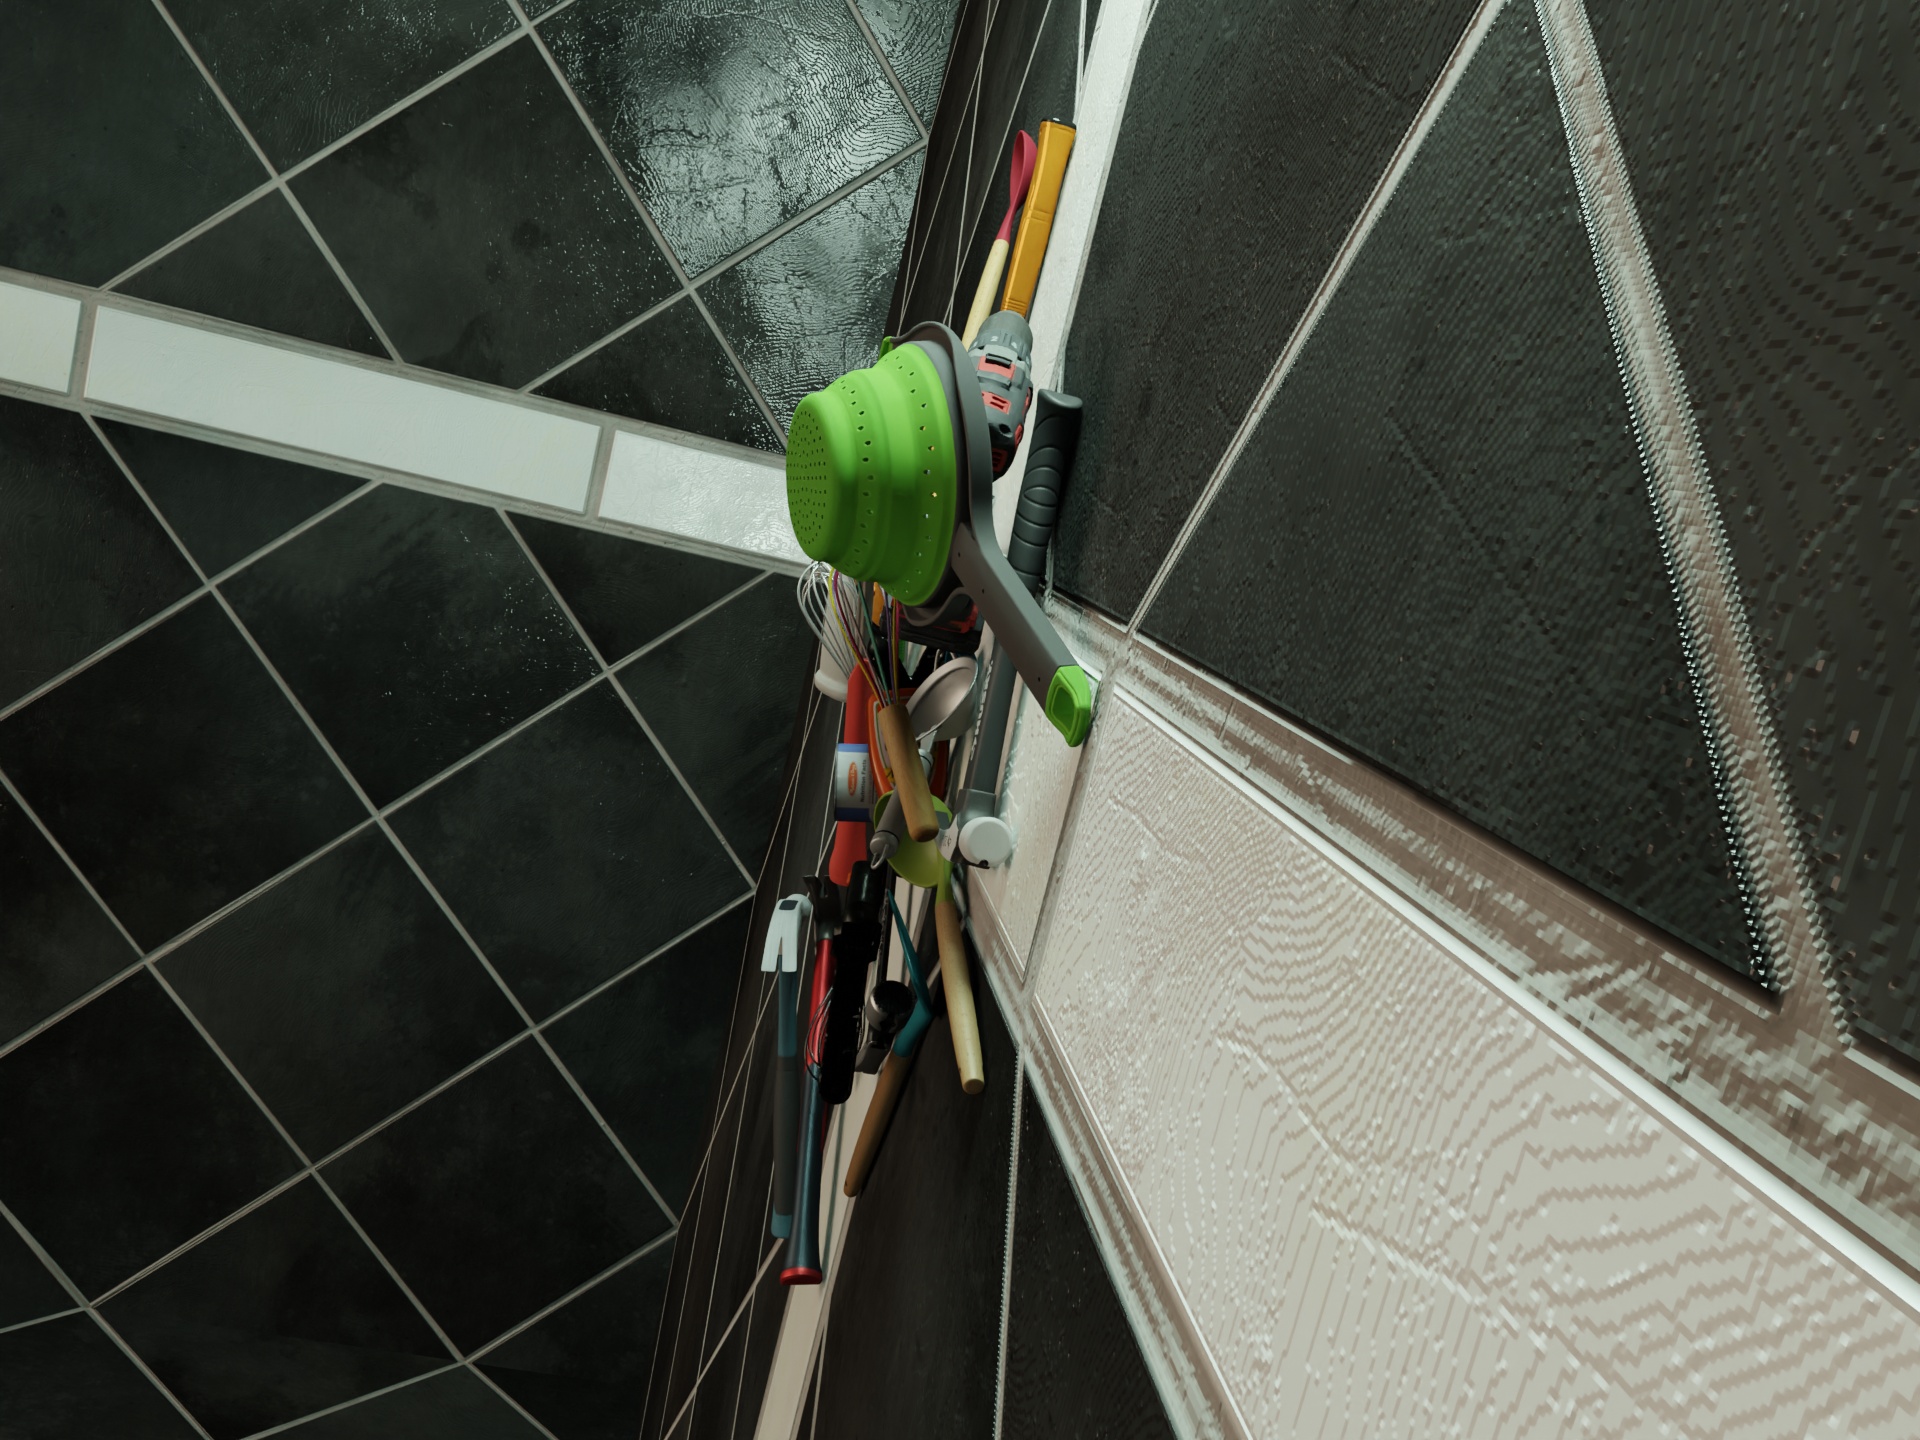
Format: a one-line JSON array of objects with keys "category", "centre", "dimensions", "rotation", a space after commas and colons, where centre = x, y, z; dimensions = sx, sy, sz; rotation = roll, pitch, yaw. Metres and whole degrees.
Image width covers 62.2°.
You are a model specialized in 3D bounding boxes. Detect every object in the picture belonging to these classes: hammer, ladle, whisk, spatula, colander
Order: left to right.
[{"category": "hammer", "centre": [-0.172, 0.345, 1.585], "dimensions": [0.128, 0.033, 0.331], "rotation": [-17, -73, -88]}, {"category": "hammer", "centre": [-0.137, 0.331, 1.489], "dimensions": [0.143, 0.038, 0.387], "rotation": [85, -176, -48]}, {"category": "whisk", "centre": [-0.101, 0.223, 1.485], "dimensions": [0.055, 0.055, 0.239], "rotation": [118, 165, -59]}, {"category": "whisk", "centre": [-0.097, -0.038, 1.502], "dimensions": [0.059, 0.058, 0.246], "rotation": [15, 127, 58]}, {"category": "hammer", "centre": [-0.088, -0.010, 1.424], "dimensions": [0.149, 0.036, 0.359], "rotation": [-124, 36, -61]}, {"category": "spatula", "centre": [-0.060, 0.262, 1.194], "dimensions": [0.082, 0.044, 0.317], "rotation": [-111, 30, -46]}, {"category": "whisk", "centre": [-0.050, -0.027, 1.131], "dimensions": [0.051, 0.047, 0.245], "rotation": [106, 152, -59]}, {"category": "hammer", "centre": [-0.058, 0.120, 1.398], "dimensions": [0.149, 0.036, 0.409], "rotation": [111, 168, -47]}, {"category": "colander", "centre": [-0.032, -0.113, 1.007], "dimensions": [0.398, 0.094, 0.204], "rotation": [-119, 33, -46]}, {"category": "ladle", "centre": [-0.020, 0.144, 1.081], "dimensions": [0.320, 0.062, 0.078], "rotation": [-102, 9, -62]}, {"category": "ladle", "centre": [0.032, -0.429, 1.493], "dimensions": [0.069, 0.031, 0.316], "rotation": [111, 175, -64]}, {"category": "hammer", "centre": [0.035, -0.066, 1.088], "dimensions": [0.146, 0.035, 0.335], "rotation": [165, 117, -79]}, {"category": "hammer", "centre": [0.046, -0.359, 1.401], "dimensions": [0.127, 0.034, 0.337], "rotation": [-109, 33, -74]}]

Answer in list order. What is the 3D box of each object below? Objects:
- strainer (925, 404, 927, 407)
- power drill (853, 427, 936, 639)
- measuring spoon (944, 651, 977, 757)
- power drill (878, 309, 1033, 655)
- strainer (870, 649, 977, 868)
[{"category": "strainer", "centre": [-0.051, -0.292, 1.657], "dimensions": [0.256, 0.069, 0.152], "rotation": [-58, 8, 48]}, {"category": "power drill", "centre": [-0.047, -0.148, 1.461], "dimensions": [0.226, 0.084, 0.185], "rotation": [114, 150, -65]}, {"category": "measuring spoon", "centre": [-0.002, -0.004, 1.298], "dimensions": [0.042, 0.021, 0.128], "rotation": [-125, 38, -62]}, {"category": "power drill", "centre": [0.007, -0.184, 1.202], "dimensions": [0.188, 0.080, 0.226], "rotation": [-77, 2, -48]}, {"category": "strainer", "centre": [-0.028, 0.028, 1.175], "dimensions": [0.087, 0.050, 0.259], "rotation": [-33, 20, 32]}]
